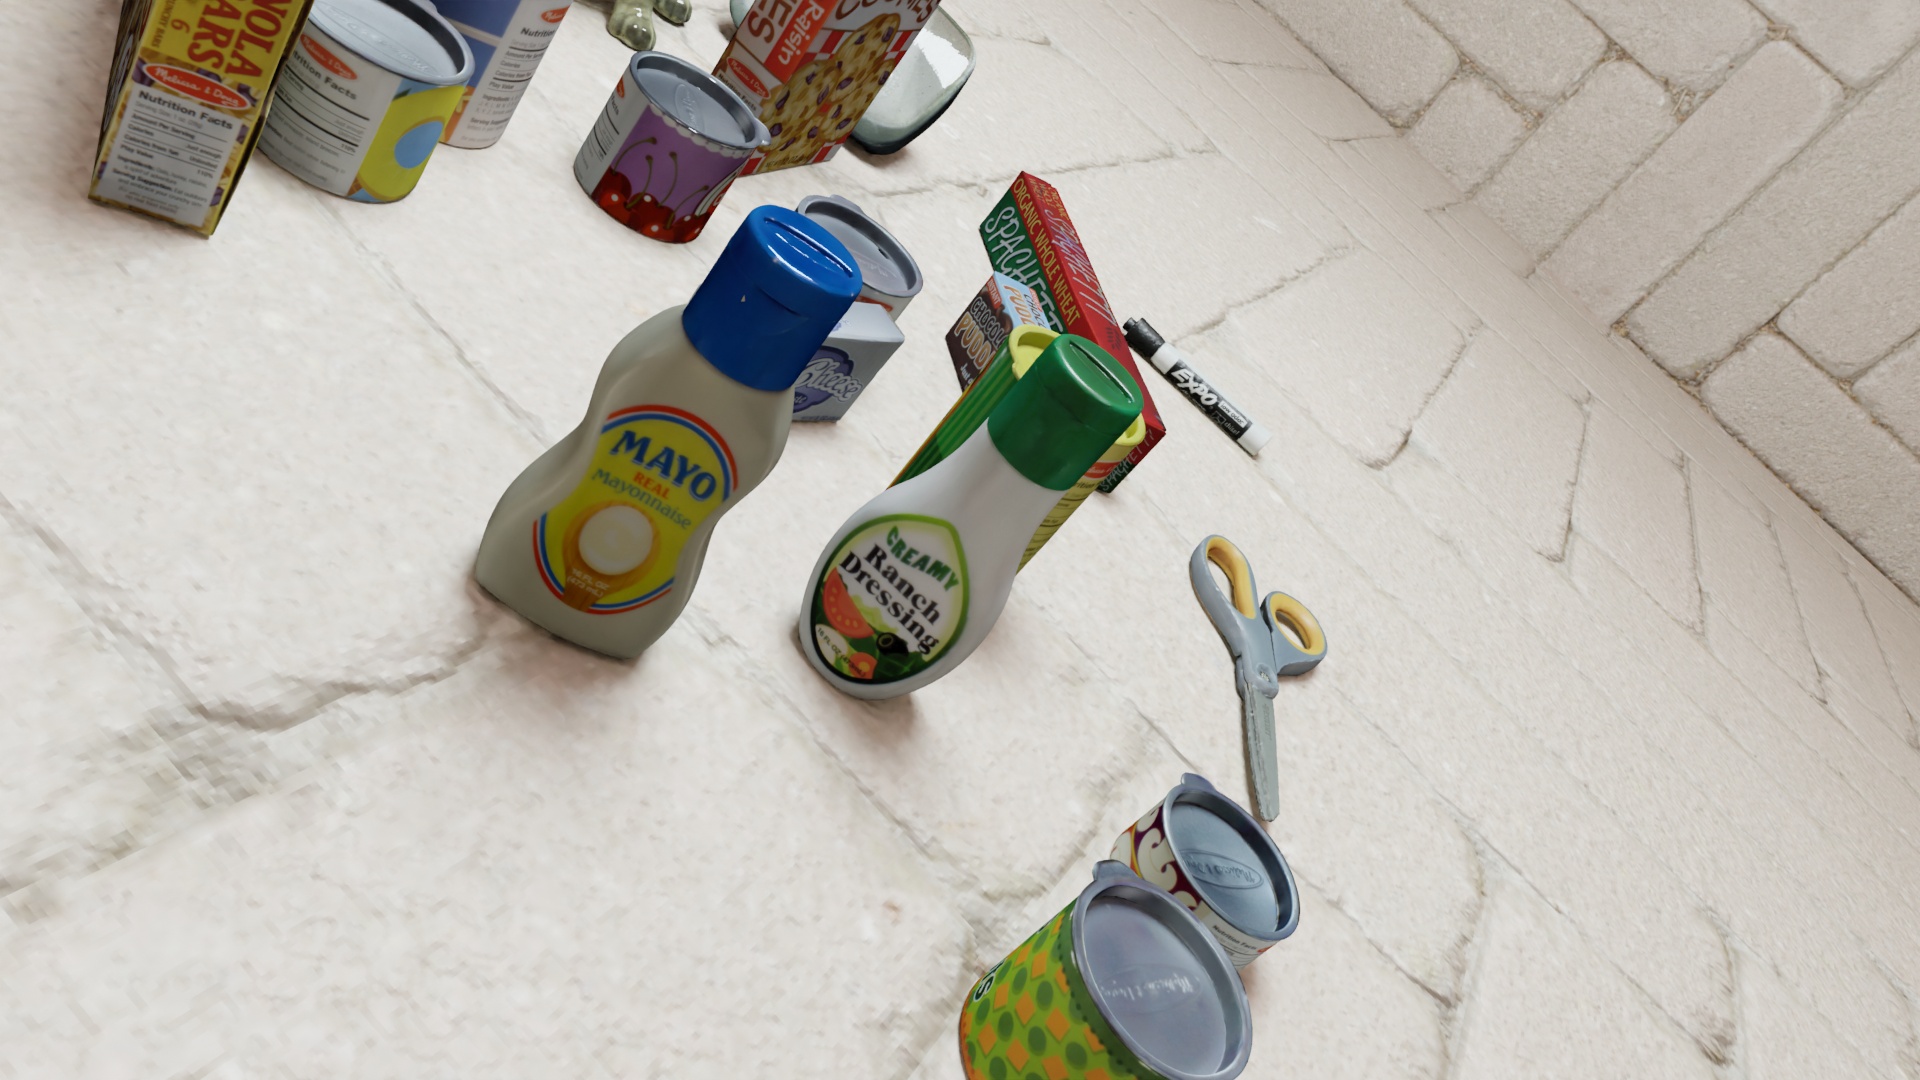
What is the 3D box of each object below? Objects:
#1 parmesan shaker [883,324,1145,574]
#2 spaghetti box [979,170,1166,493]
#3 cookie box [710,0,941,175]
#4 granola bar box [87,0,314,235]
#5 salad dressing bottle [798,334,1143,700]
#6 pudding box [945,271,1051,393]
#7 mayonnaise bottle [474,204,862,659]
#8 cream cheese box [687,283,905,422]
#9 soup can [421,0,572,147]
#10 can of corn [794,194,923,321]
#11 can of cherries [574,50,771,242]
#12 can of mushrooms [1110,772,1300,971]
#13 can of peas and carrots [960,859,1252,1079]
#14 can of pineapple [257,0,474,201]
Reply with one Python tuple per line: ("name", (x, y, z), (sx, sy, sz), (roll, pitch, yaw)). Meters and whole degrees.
("parmesan shaker", (0.015, -0.028, 0.561), (0.071, 0.102, 0.072), (30, 31, -20))
("spaghetti box", (0.058, -0.129, 0.800), (0.028, 0.050, 0.251), (22, 35, -31))
("cookie box", (-0.063, -0.270, 0.728), (0.040, 0.166, 0.123), (44, 29, 4))
("granola bar box", (-0.246, -0.201, 0.466), (0.039, 0.123, 0.166), (16, 38, -37))
("salad dressing bottle", (0.002, -0.006, 0.472), (0.064, 0.147, 0.044), (45, 29, 6))
("pudding box", (0.024, -0.093, 0.713), (0.030, 0.049, 0.084), (21, 35, -32))
("mayonnaise bottle", (-0.083, -0.030, 0.404), (0.065, 0.147, 0.041), (31, 31, -18))
("cream cheese box", (-0.075, -0.074, 0.569), (0.104, 0.053, 0.024), (-5, 53, -52))
("soup can", (-0.207, -0.218, 0.575), (0.071, 0.083, 0.072), (30, 31, -20))
("can of corn", (-0.061, -0.115, 0.634), (0.071, 0.058, 0.071), (30, 31, -20))
("can of cherries", (-0.131, -0.178, 0.635), (0.071, 0.058, 0.072), (30, 31, -20))
("can of mushrooms", (0.090, 0.125, 0.517), (0.071, 0.033, 0.071), (29, 32, -20))
("can of peas and carrots", (0.041, 0.141, 0.412), (0.071, 0.058, 0.071), (30, 31, -20))
("can of pineapple", (-0.223, -0.170, 0.518), (0.071, 0.057, 0.071), (30, 31, -20))
